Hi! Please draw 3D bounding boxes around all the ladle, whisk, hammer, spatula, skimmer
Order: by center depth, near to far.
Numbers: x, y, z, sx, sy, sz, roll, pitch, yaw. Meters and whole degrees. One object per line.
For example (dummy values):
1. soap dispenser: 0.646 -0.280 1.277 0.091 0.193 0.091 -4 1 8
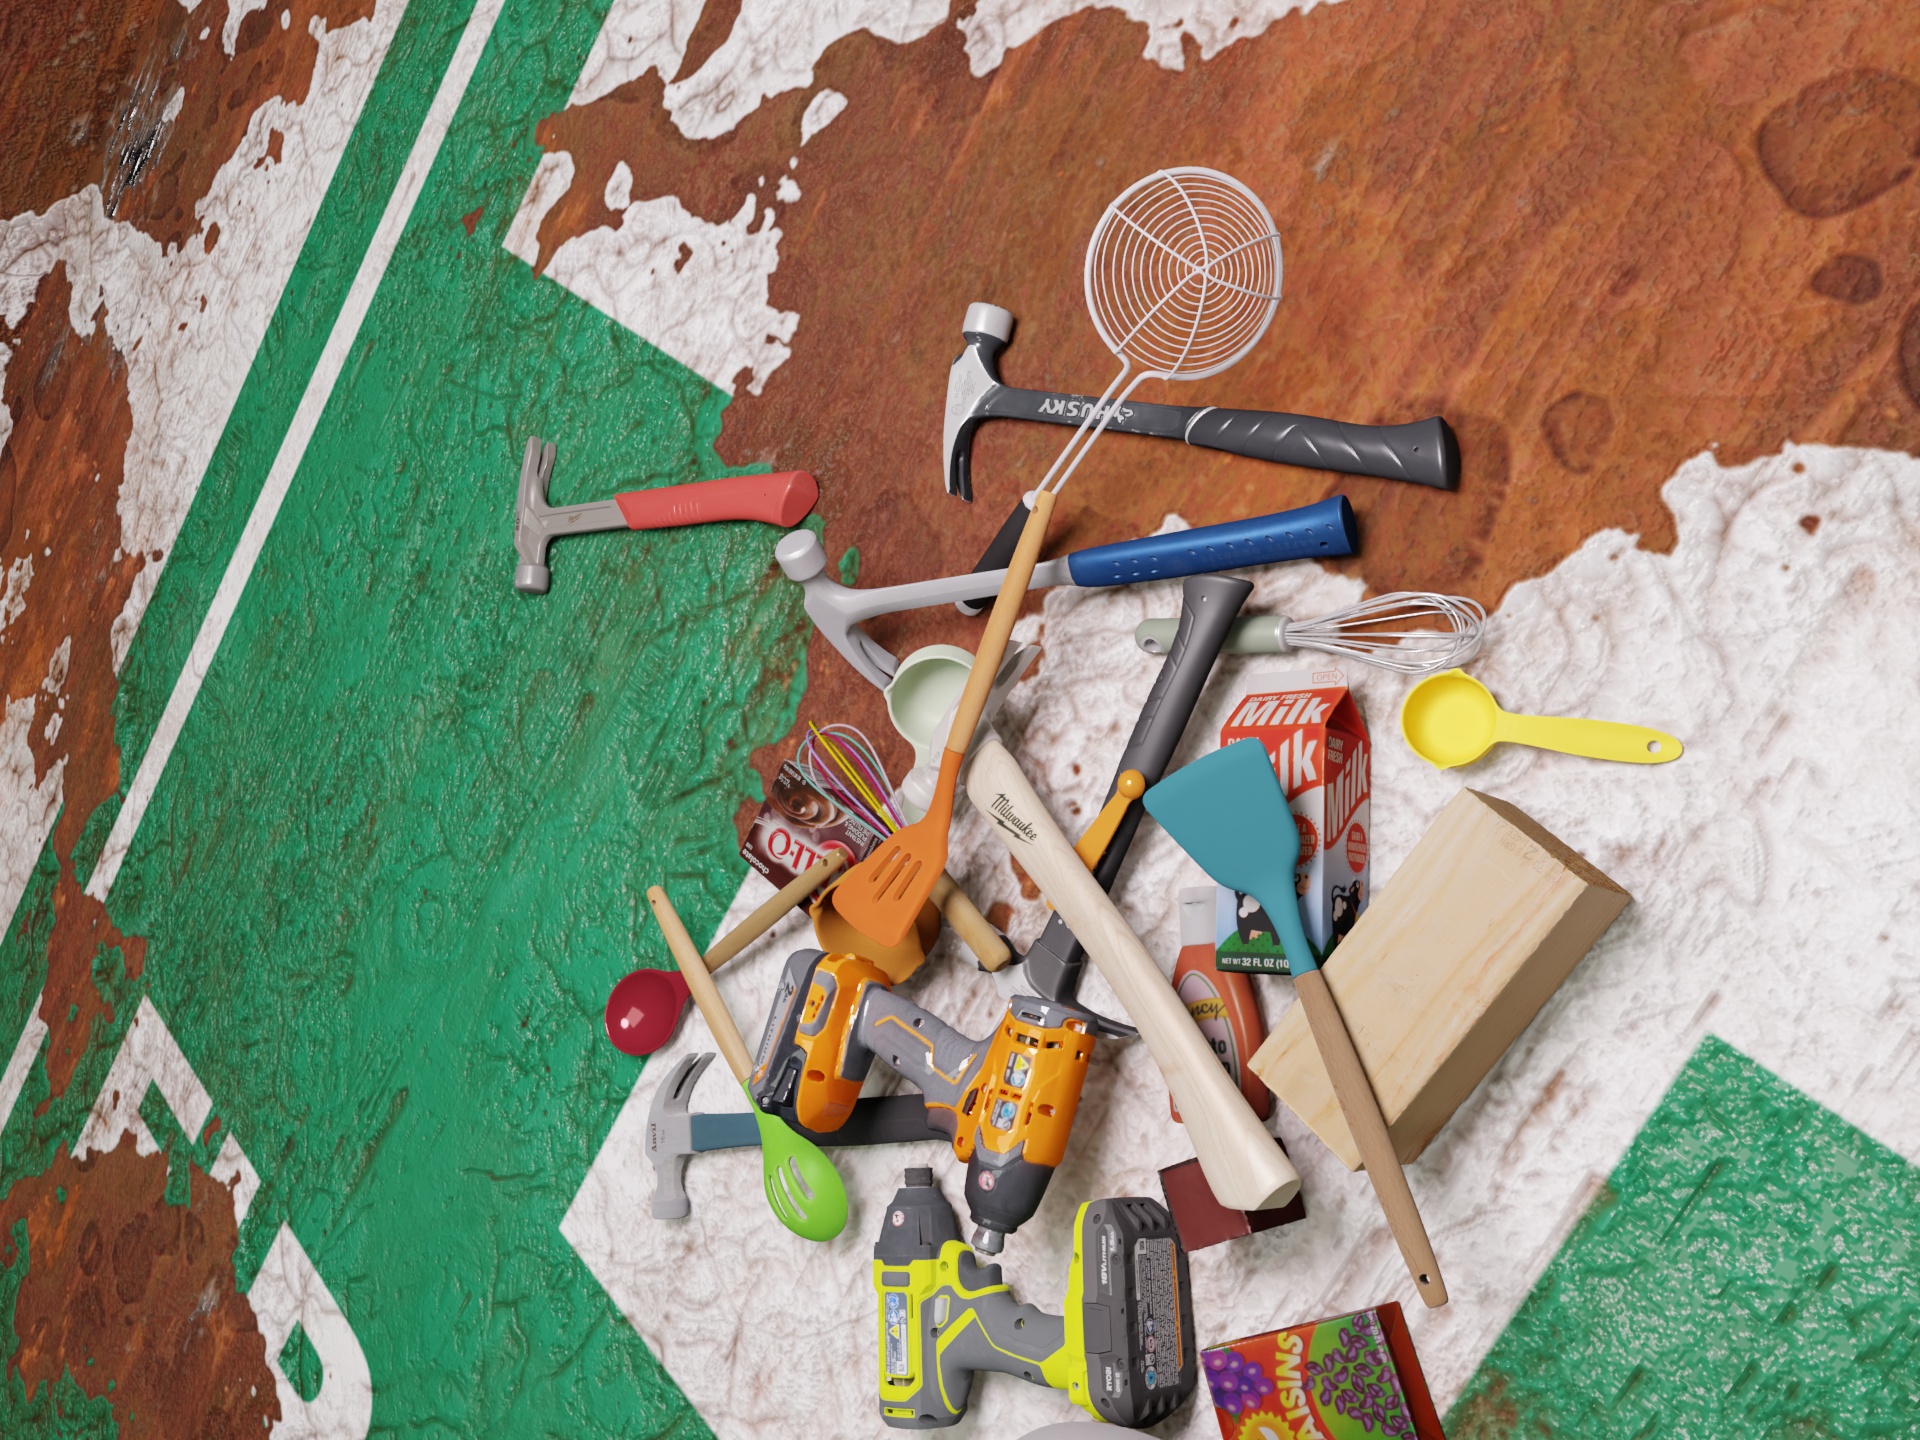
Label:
1. spatula: 0.196 0.166 0.883 0.082 0.044 0.318 -30 65 25
2. hammer: 0.092 0.124 1.005 0.146 0.038 0.411 -56 47 25
3. whisk: 0.218 -0.057 1.026 0.246 0.057 0.059 2 48 39
4. hammer: 0.115 0.056 1.060 0.146 0.035 0.334 34 109 36
5. spatula: -0.002 -0.003 1.076 0.081 0.041 0.322 30 103 47
6. skimmer: 0.086 -0.206 1.085 0.363 0.127 0.090 -52 19 47
7. hammer: 0.149 -0.203 1.106 0.409 0.036 0.149 16 92 37
8. hammer: 0.072 -0.099 1.110 0.405 0.143 0.035 -7 43 27
9. whisk: -0.044 0.085 1.141 0.245 0.051 0.047 49 151 28
10. hammer: -0.116 0.309 1.208 0.331 0.033 0.128 -13 75 34
11. ladle: -0.187 0.180 1.260 0.315 0.031 0.069 -40 67 34
12. hammer: -0.271 -0.197 1.413 0.359 0.036 0.149 -1 81 37

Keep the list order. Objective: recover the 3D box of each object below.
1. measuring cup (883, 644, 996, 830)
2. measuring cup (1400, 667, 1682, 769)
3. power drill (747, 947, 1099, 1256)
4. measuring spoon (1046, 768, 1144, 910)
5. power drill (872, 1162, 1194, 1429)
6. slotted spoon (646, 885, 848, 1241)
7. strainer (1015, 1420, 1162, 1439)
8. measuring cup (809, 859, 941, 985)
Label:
1. measuring cup: -0.022 0.020 1.181 0.083 0.038 0.167 13 117 -1
2. measuring cup: 0.341 0.008 0.938 0.156 0.029 0.062 9 87 25
3. power drill: -0.029 0.249 1.066 0.226 0.084 0.164 10 77 33
4. measuring spoon: 0.086 0.080 1.052 0.021 0.011 0.117 45 115 33
5. power drill: 0.036 0.381 1.056 0.223 0.080 0.171 -14 70 37
6. slotted spoon: -0.174 0.255 1.216 0.070 0.031 0.314 -46 60 25
7. strainer: 0.047 0.491 0.986 0.340 0.210 0.095 -5 34 34
8. measuring cup: -0.065 0.181 1.187 0.095 0.052 0.173 21 121 17
